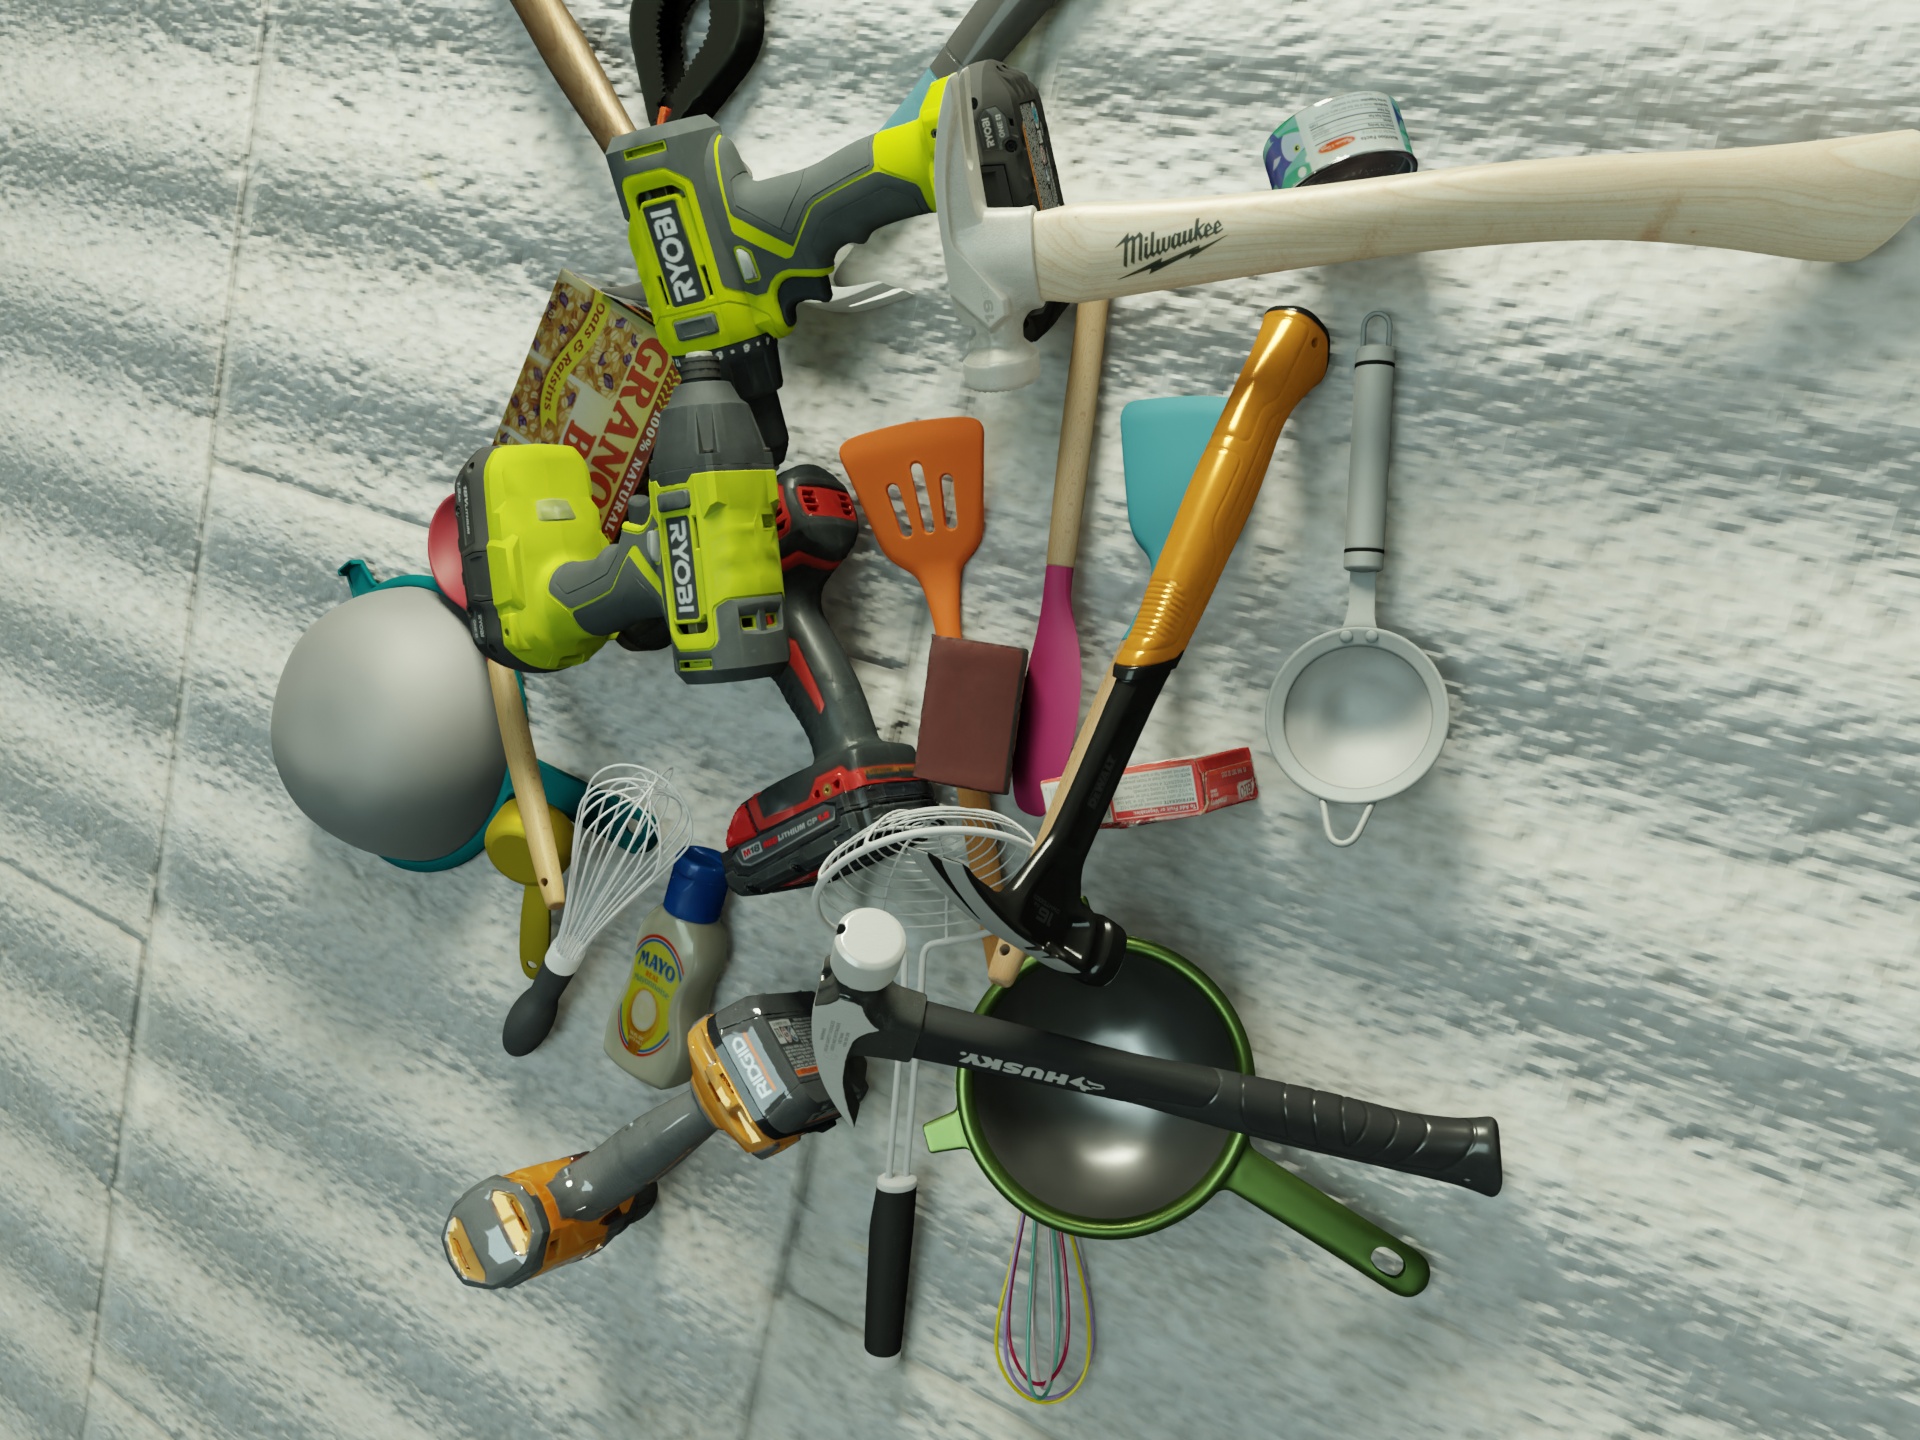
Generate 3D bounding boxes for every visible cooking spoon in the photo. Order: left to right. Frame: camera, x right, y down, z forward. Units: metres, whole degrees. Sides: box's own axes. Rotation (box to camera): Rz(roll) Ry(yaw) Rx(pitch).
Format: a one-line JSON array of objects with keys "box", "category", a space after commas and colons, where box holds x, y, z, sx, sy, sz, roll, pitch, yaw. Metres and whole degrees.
[{"box": [0.056, -0.107, 0.845, 0.069, 0.017, 0.319, -167, 83, -67], "category": "cooking spoon"}]

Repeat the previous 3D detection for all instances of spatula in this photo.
[{"box": [-0.001, -0.003, 0.882, 0.081, 0.041, 0.322, -9, 90, 6], "category": "spatula"}, {"box": [0.071, -0.020, 0.781, 0.082, 0.044, 0.318, 8, 65, 35], "category": "spatula"}]

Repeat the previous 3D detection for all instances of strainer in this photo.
[{"box": [-0.352, 0.024, 1.059, 0.340, 0.095, 0.211, 21, 103, 29], "category": "strainer"}, {"box": [0.120, 0.212, 0.817, 0.256, 0.069, 0.151, 31, 87, 8], "category": "strainer"}, {"box": [0.195, -0.069, 0.764, 0.087, 0.050, 0.258, 3, 88, 24], "category": "strainer"}]

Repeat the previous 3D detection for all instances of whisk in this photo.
[{"box": [-0.238, 0.129, 1.005, 0.070, 0.070, 0.284, 48, 127, 20], "category": "whisk"}, {"box": [0.041, 0.252, 0.871, 0.047, 0.051, 0.245, -3, 88, 36], "category": "whisk"}]

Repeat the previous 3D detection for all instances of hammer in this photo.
[{"box": [-0.230, -0.388, 0.981, 0.332, 0.031, 0.130, 59, 135, 22], "category": "hammer"}, {"box": [0.001, -0.358, 0.866, 0.331, 0.033, 0.128, -44, 71, 25], "category": "hammer"}, {"box": [0.091, -0.051, 0.735, 0.034, 0.127, 0.337, 12, 71, 46], "category": "hammer"}, {"box": [0.094, 0.174, 0.745, 0.334, 0.035, 0.146, 14, 139, -3], "category": "hammer"}, {"box": [0.189, -0.230, 0.697, 0.411, 0.038, 0.146, 0, 119, 17], "category": "hammer"}]

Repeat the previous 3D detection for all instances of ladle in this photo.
[{"box": [-0.290, -0.019, 1.016, 0.069, 0.031, 0.316, -33, 59, 19], "category": "ladle"}]

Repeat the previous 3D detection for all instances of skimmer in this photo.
[{"box": [-0.025, 0.213, 0.864, 0.127, 0.090, 0.363, 1, 106, -14], "category": "skimmer"}]

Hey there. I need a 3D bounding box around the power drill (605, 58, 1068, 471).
[{"box": [-0.060, -0.237, 0.843, 0.228, 0.080, 0.190, -8, 111, 18], "category": "power drill"}]

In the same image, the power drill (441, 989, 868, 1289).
[{"box": [-0.169, 0.249, 0.942, 0.226, 0.185, 0.084, -34, 75, 8], "category": "power drill"}]

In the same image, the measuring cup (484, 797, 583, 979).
[{"box": [-0.281, 0.119, 1.031, 0.062, 0.029, 0.156, 16, 124, 6], "category": "measuring cup"}]

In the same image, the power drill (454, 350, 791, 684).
[{"box": [-0.188, -0.106, 0.892, 0.223, 0.080, 0.171, -1, 97, 42], "category": "power drill"}]

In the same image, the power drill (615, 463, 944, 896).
[{"box": [-0.118, -0.015, 0.931, 0.188, 0.080, 0.227, -26, 76, 35], "category": "power drill"}]
